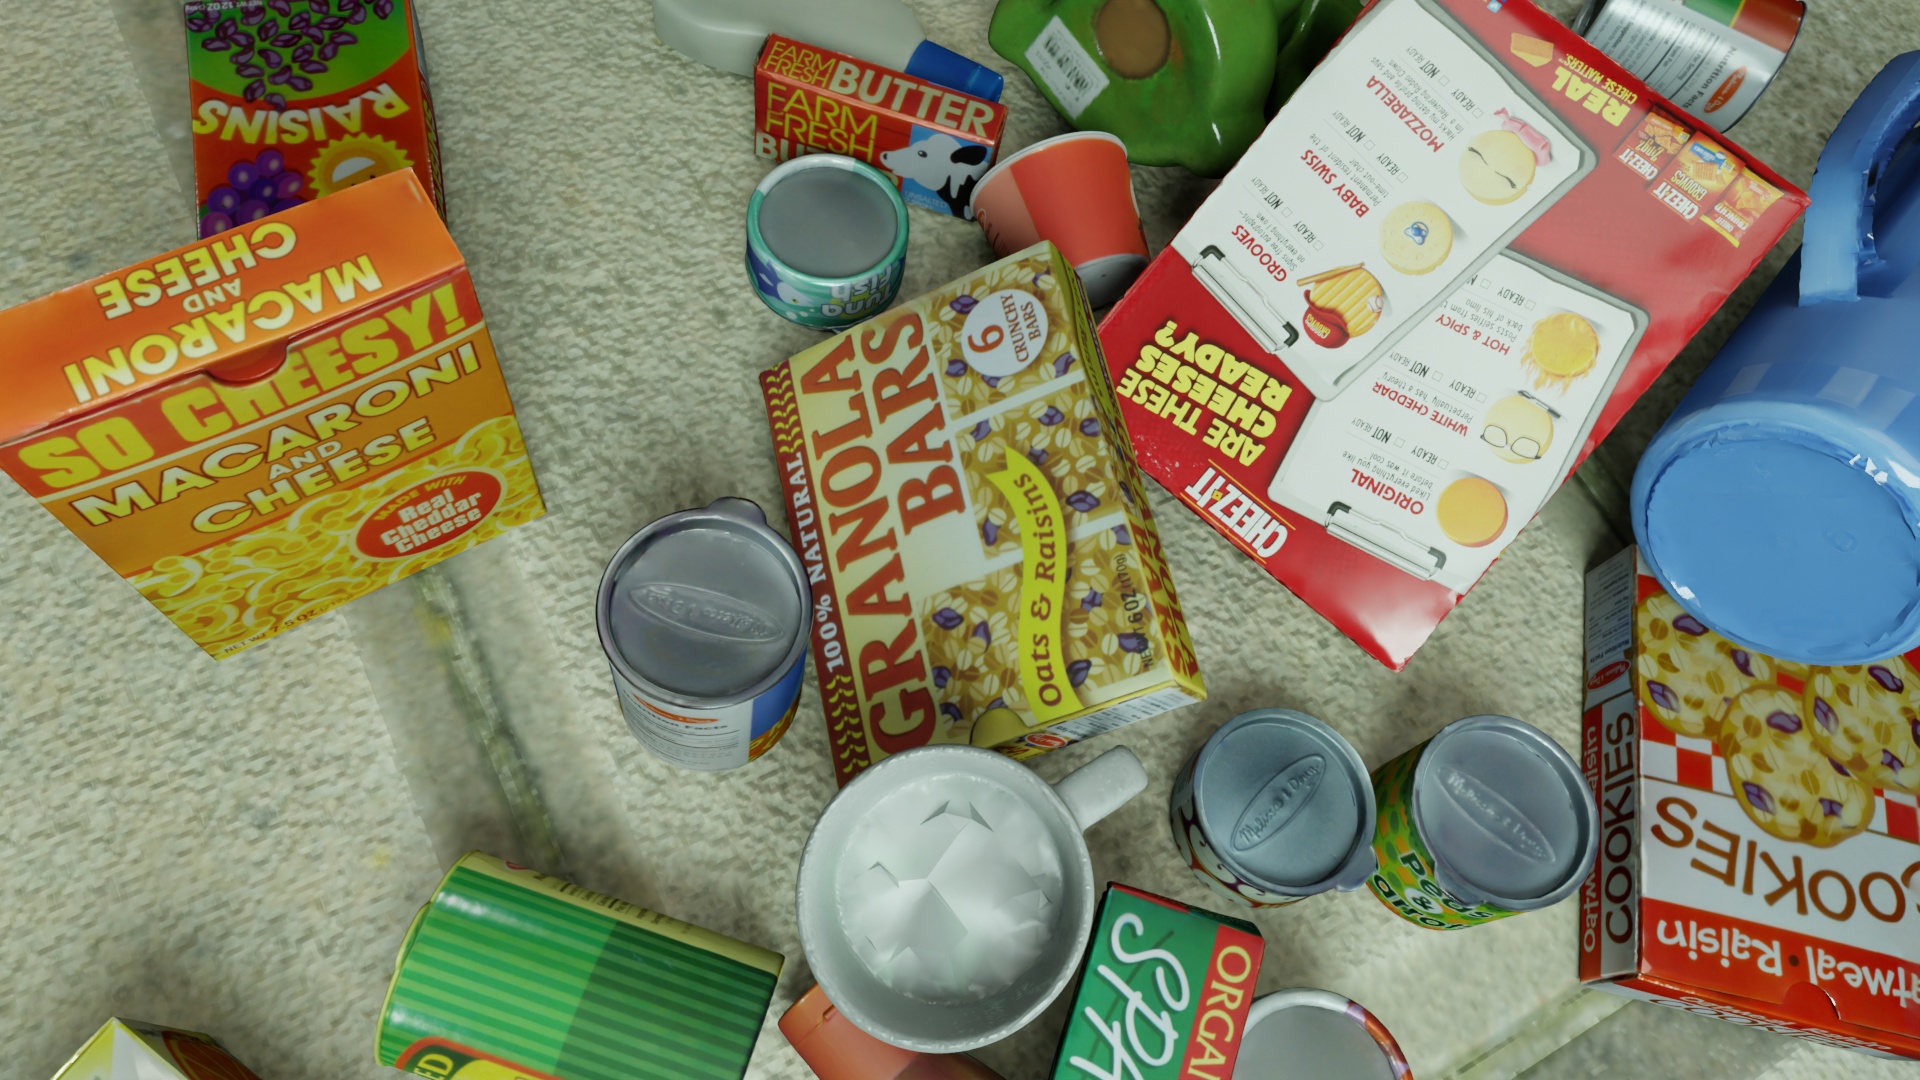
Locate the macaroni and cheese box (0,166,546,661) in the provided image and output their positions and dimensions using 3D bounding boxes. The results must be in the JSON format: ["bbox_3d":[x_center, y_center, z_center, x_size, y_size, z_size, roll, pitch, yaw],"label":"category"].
[{"bbox_3d":[-0.202,-0.030,0.428,0.124,0.165,0.040,-27,74,-18],"label":"macaroni and cheese box"}]

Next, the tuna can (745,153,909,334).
[{"bbox_3d":[-0.053,-0.120,0.565,0.071,0.032,0.071,3,66,-7],"label":"tuna can"}]

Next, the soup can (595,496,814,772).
[{"bbox_3d":[-0.083,0.034,0.465,0.071,0.083,0.071,3,66,-8],"label":"soup can"}]

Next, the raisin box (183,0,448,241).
[{"bbox_3d":[-0.251,-0.156,0.546,0.086,0.040,0.124,-10,69,-14],"label":"raisin box"}]

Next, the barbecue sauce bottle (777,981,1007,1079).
[{"bbox_3d":[0.003,0.196,0.430,0.065,0.043,0.149,-39,77,-17],"label":"barbecue sauce bottle"}]

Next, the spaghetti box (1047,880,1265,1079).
[{"bbox_3d":[0.028,0.221,0.382,0.050,0.028,0.250,17,75,7],"label":"spaghetti box"}]

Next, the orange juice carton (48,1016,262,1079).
[{"bbox_3d":[-0.174,0.219,0.376,0.193,0.071,0.073,35,66,7],"label":"orange juice carton"}]

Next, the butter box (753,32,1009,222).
[{"bbox_3d":[-0.035,-0.171,0.579,0.103,0.053,0.024,17,64,-1],"label":"butter box"}]

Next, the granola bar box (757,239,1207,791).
[{"bbox_3d":[0.002,-0.006,0.487,0.124,0.039,0.166,-22,67,20],"label":"granola bar box"}]

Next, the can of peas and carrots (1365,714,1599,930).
[{"bbox_3d":[0.177,0.103,0.489,0.071,0.058,0.071,3,67,-7],"label":"can of peas and carrots"}]

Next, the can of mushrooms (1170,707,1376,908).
[{"bbox_3d":[0.112,0.098,0.495,0.071,0.033,0.071,4,66,-8],"label":"can of mushrooms"}]

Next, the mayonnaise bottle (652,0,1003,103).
[{"bbox_3d":[-0.055,-0.215,0.603,0.148,0.041,0.065,26,67,2],"label":"mayonnaise bottle"}]

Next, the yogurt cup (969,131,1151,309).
[{"bbox_3d":[0.044,-0.126,0.567,0.072,0.072,0.054,-16,78,-15],"label":"yogurt cup"}]

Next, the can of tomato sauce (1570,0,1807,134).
[{"bbox_3d":[0.343,-0.243,0.663,0.083,0.071,0.071,27,65,4],"label":"can of tomato sauce"}]

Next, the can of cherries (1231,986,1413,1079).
[{"bbox_3d":[0.105,0.182,0.443,0.071,0.058,0.072,3,66,-7],"label":"can of cherries"}]

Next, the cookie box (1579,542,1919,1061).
[{"bbox_3d":[0.301,0.096,0.521,0.123,0.040,0.168,14,65,-3],"label":"cookie box"}]

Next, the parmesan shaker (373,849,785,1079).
[{"bbox_3d":[-0.112,0.141,0.420,0.103,0.071,0.071,19,65,0],"label":"parmesan shaker"}]
